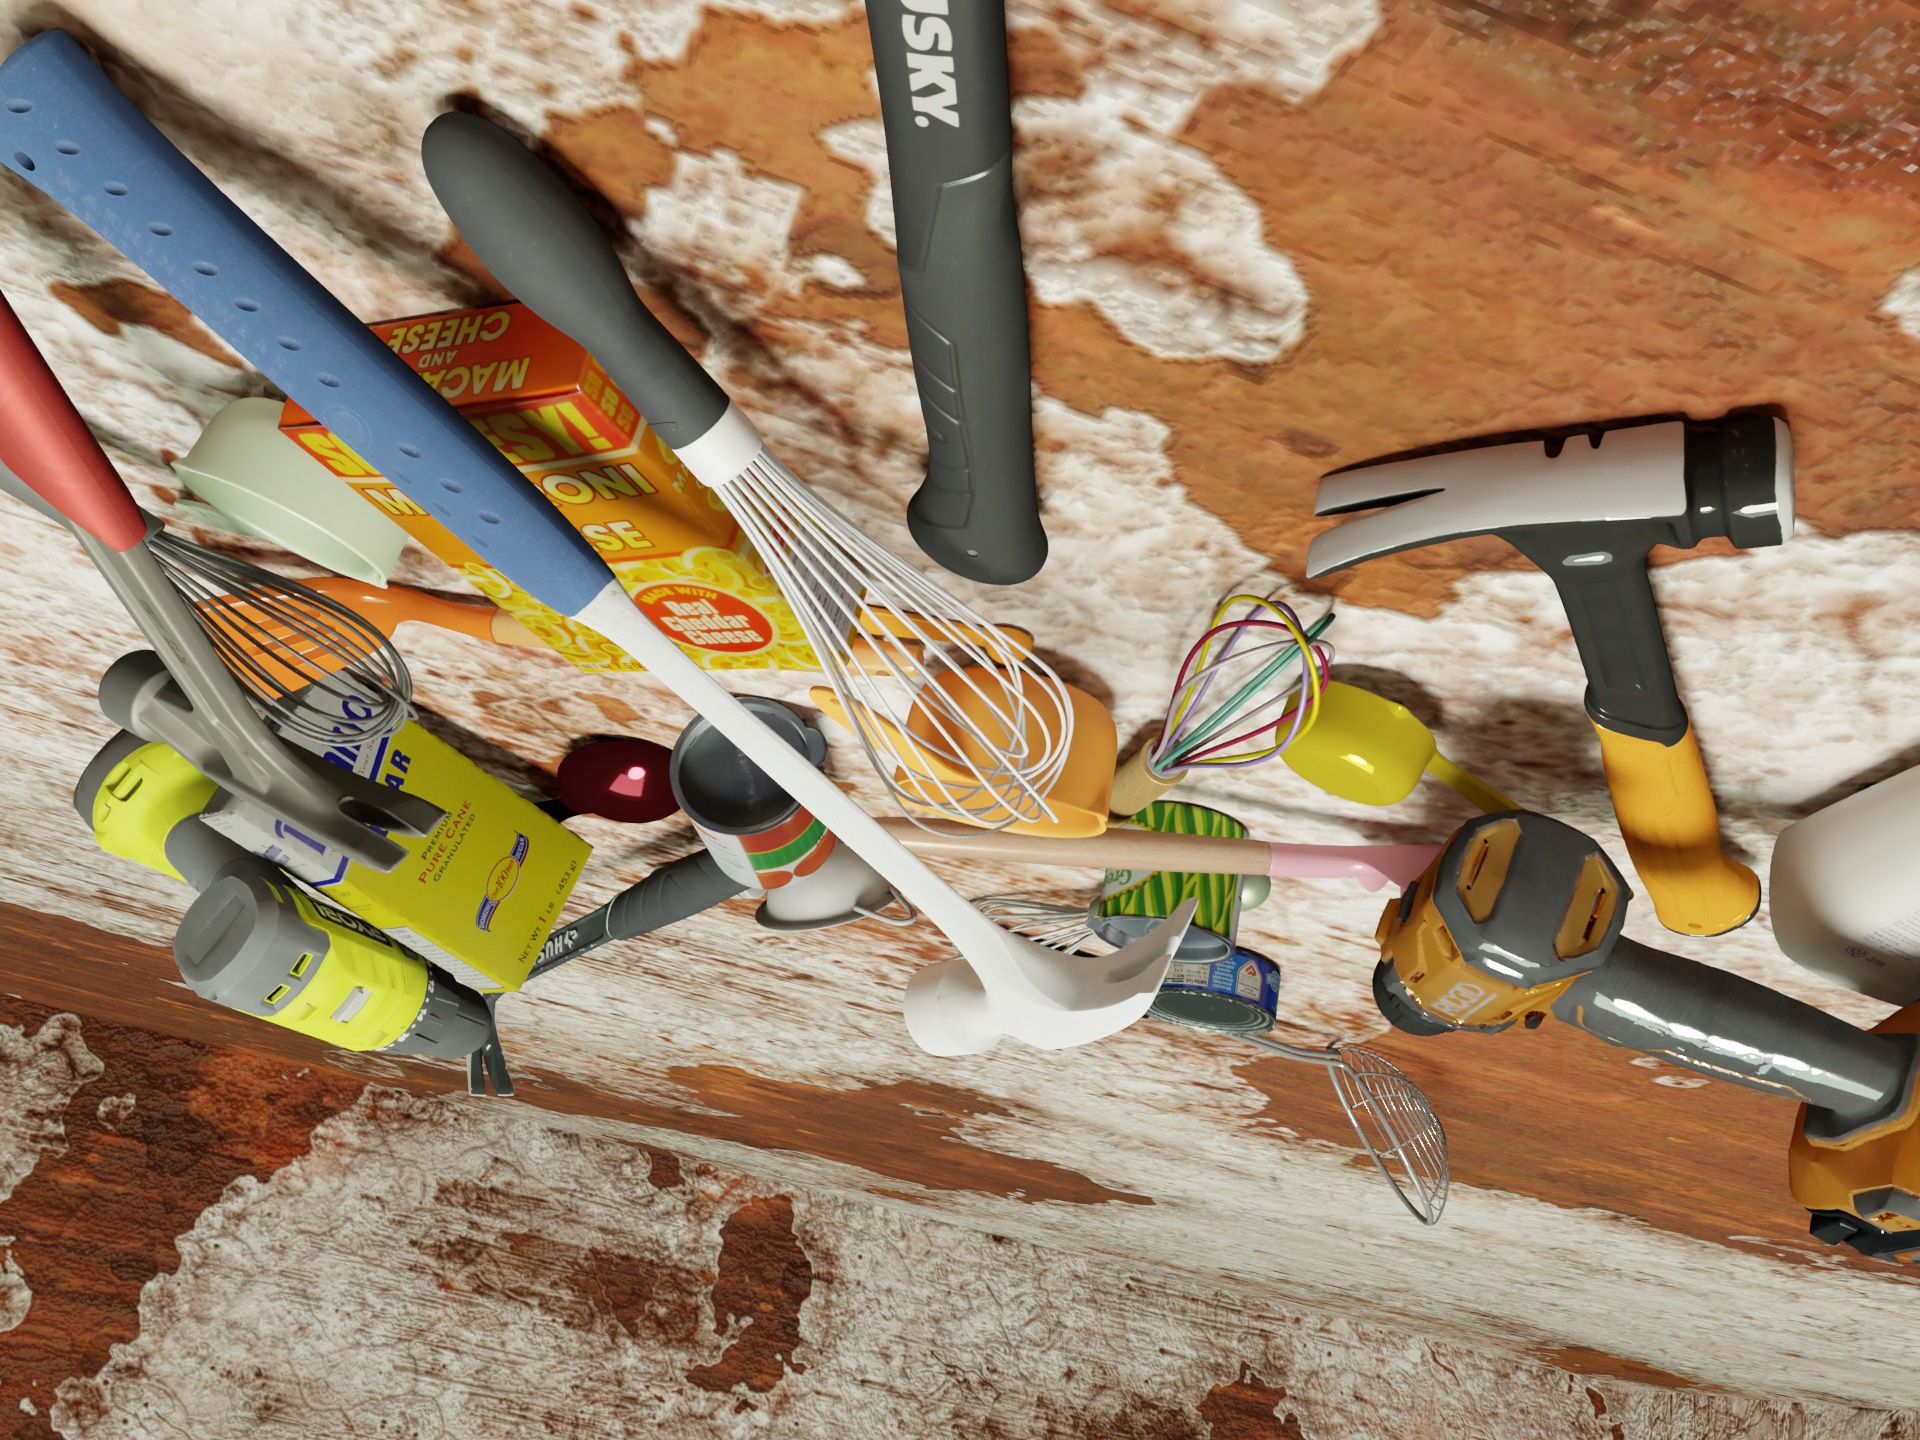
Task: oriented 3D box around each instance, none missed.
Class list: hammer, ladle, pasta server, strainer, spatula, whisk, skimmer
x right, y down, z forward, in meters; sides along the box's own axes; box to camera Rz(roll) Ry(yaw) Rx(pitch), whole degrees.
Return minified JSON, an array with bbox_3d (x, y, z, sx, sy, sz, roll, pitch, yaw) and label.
[{"bbox_3d":[0.004,-0.123,0.369,0.146,0.035,0.334,9,157,9],"label":"hammer"},{"bbox_3d":[-0.248,0.055,0.918,0.069,0.031,0.315,30,153,-31],"label":"ladle"},{"bbox_3d":[0.107,0.066,0.694,0.316,0.040,0.060,4,172,-6],"label":"pasta server"},{"bbox_3d":[-0.118,0.092,0.920,0.087,0.050,0.258,-26,-167,-40],"label":"strainer"},{"bbox_3d":[-0.096,-0.031,0.462,0.405,0.035,0.144,43,147,-18],"label":"hammer"},{"bbox_3d":[-0.173,-0.030,0.665,0.322,0.041,0.081,5,155,14],"label":"spatula"},{"bbox_3d":[-0.309,-0.067,0.602,0.238,0.055,0.055,39,148,-21],"label":"whisk"},{"bbox_3d":[-0.051,-0.059,0.470,0.070,0.070,0.284,-9,135,40],"label":"whisk"},{"bbox_3d":[0.073,0.109,0.863,0.059,0.058,0.246,-8,170,-40],"label":"whisk"},{"bbox_3d":[0.163,0.228,1.026,0.363,0.090,0.127,22,-170,-15],"label":"skimmer"},{"bbox_3d":[0.230,0.007,0.555,0.127,0.034,0.336,-3,153,30],"label":"hammer"},{"bbox_3d":[-0.265,-0.088,0.456,0.149,0.037,0.358,23,146,22],"label":"hammer"},{"bbox_3d":[-0.215,0.128,0.965,0.036,0.149,0.409,10,156,-38],"label":"hammer"},{"bbox_3d":[0.087,0.006,0.627,0.047,0.051,0.245,35,160,0],"label":"whisk"}]

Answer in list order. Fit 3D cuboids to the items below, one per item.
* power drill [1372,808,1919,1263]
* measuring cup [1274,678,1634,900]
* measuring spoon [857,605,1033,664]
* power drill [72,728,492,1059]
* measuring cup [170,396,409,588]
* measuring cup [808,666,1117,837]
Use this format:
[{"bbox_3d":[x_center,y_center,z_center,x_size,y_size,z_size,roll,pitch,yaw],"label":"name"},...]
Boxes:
[{"bbox_3d":[0.266,0.119,0.597,0.226,0.084,0.185,24,161,10],"label":"power drill"},{"bbox_3d":[0.186,0.036,0.598,0.156,0.029,0.062,32,167,-7],"label":"measuring cup"},{"bbox_3d":[-0.030,-0.034,0.617,0.117,0.011,0.021,8,157,9],"label":"measuring spoon"},{"bbox_3d":[-0.370,0.100,0.878,0.229,0.080,0.190,35,174,34],"label":"power drill"},{"bbox_3d":[-0.258,-0.088,0.593,0.083,0.038,0.168,35,165,-38],"label":"measuring cup"},{"bbox_3d":[-0.001,-0.002,0.606,0.095,0.052,0.173,2,161,32],"label":"measuring cup"}]
